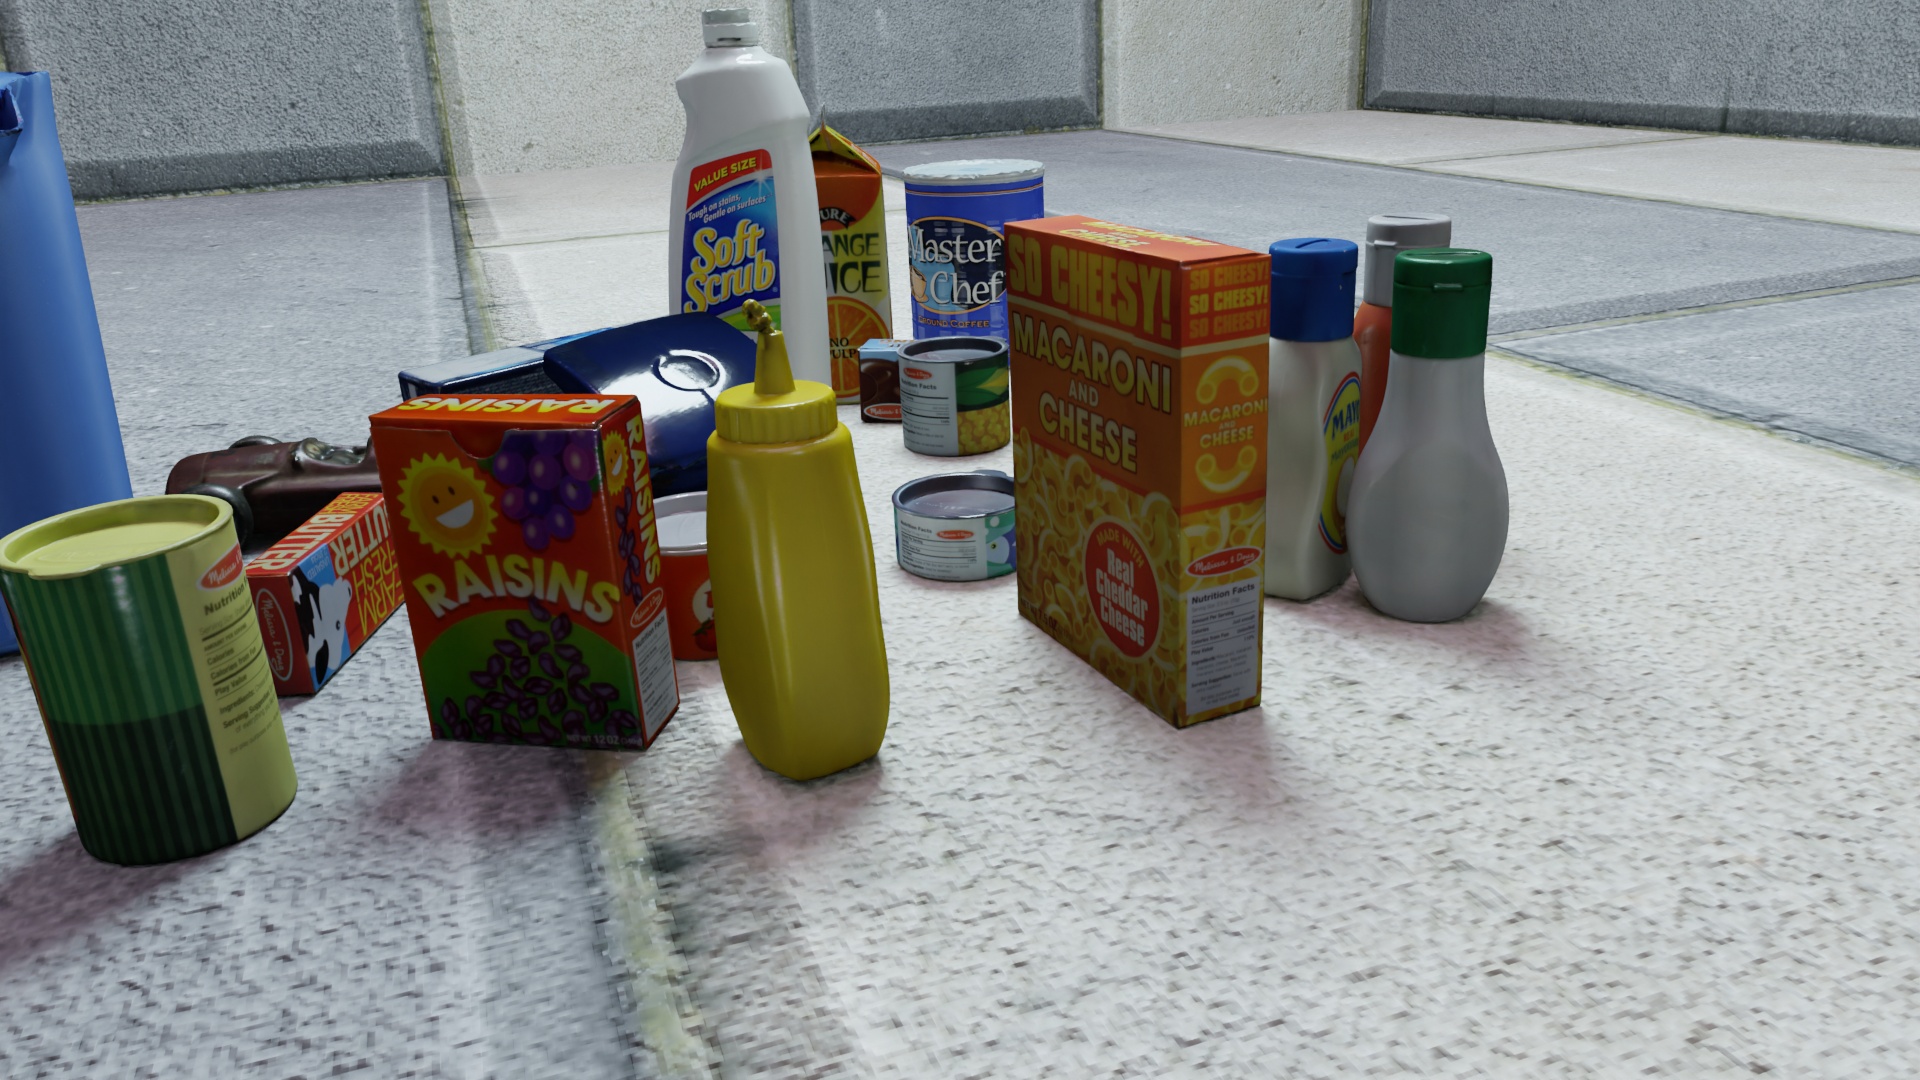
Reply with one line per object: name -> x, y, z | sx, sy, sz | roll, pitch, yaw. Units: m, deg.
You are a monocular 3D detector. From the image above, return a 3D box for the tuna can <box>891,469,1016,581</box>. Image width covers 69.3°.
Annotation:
tuna can -> 0.002, -0.008, 0.656 | 0.071, 0.032, 0.071 | -2, 21, 1

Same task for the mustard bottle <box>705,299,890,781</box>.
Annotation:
mustard bottle -> -0.057, -0.001, 0.465 | 0.049, 0.159, 0.065 | -15, 23, -30

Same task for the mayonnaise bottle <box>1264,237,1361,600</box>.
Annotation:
mayonnaise bottle -> 0.148, -0.052, 0.593 | 0.041, 0.147, 0.065 | 12, 25, 34

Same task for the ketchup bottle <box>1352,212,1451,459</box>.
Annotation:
ketchup bottle -> 0.203, -0.075, 0.645 | 0.044, 0.148, 0.065 | -19, 26, -38

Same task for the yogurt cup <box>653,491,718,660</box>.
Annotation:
yogurt cup -> -0.108, 0.015, 0.578 | 0.072, 0.053, 0.072 | -2, 20, 1

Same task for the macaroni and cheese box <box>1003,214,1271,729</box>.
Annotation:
macaroni and cheese box -> 0.063, -0.032, 0.523 | 0.040, 0.165, 0.124 | -12, 22, -24

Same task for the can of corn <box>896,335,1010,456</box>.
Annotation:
can of corn -> -0.001, -0.087, 0.831 | 0.071, 0.058, 0.071 | -2, 20, 1

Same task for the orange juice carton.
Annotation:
orange juice carton -> -0.085, -0.192, 0.928 | 0.073, 0.192, 0.072 | -3, 20, -2

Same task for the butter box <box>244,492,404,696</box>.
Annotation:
butter box -> -0.266, 0.019, 0.586 | 0.024, 0.053, 0.104 | -2, 21, 1

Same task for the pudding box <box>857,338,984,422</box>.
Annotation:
pudding box -> -0.021, -0.102, 0.883 | 0.084, 0.049, 0.030 | 1, 21, 10

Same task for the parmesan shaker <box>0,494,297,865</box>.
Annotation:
parmesan shaker -> -0.261, 0.045, 0.447 | 0.071, 0.102, 0.071 | -2, 20, 1

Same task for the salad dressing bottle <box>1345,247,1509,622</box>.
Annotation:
salad dressing bottle -> 0.191, -0.042, 0.561 | 0.064, 0.147, 0.044 | 2, 21, 12

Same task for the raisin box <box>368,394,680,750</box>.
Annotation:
raisin box -> -0.153, 0.011, 0.496 | 0.086, 0.123, 0.040 | 2, 21, 12
